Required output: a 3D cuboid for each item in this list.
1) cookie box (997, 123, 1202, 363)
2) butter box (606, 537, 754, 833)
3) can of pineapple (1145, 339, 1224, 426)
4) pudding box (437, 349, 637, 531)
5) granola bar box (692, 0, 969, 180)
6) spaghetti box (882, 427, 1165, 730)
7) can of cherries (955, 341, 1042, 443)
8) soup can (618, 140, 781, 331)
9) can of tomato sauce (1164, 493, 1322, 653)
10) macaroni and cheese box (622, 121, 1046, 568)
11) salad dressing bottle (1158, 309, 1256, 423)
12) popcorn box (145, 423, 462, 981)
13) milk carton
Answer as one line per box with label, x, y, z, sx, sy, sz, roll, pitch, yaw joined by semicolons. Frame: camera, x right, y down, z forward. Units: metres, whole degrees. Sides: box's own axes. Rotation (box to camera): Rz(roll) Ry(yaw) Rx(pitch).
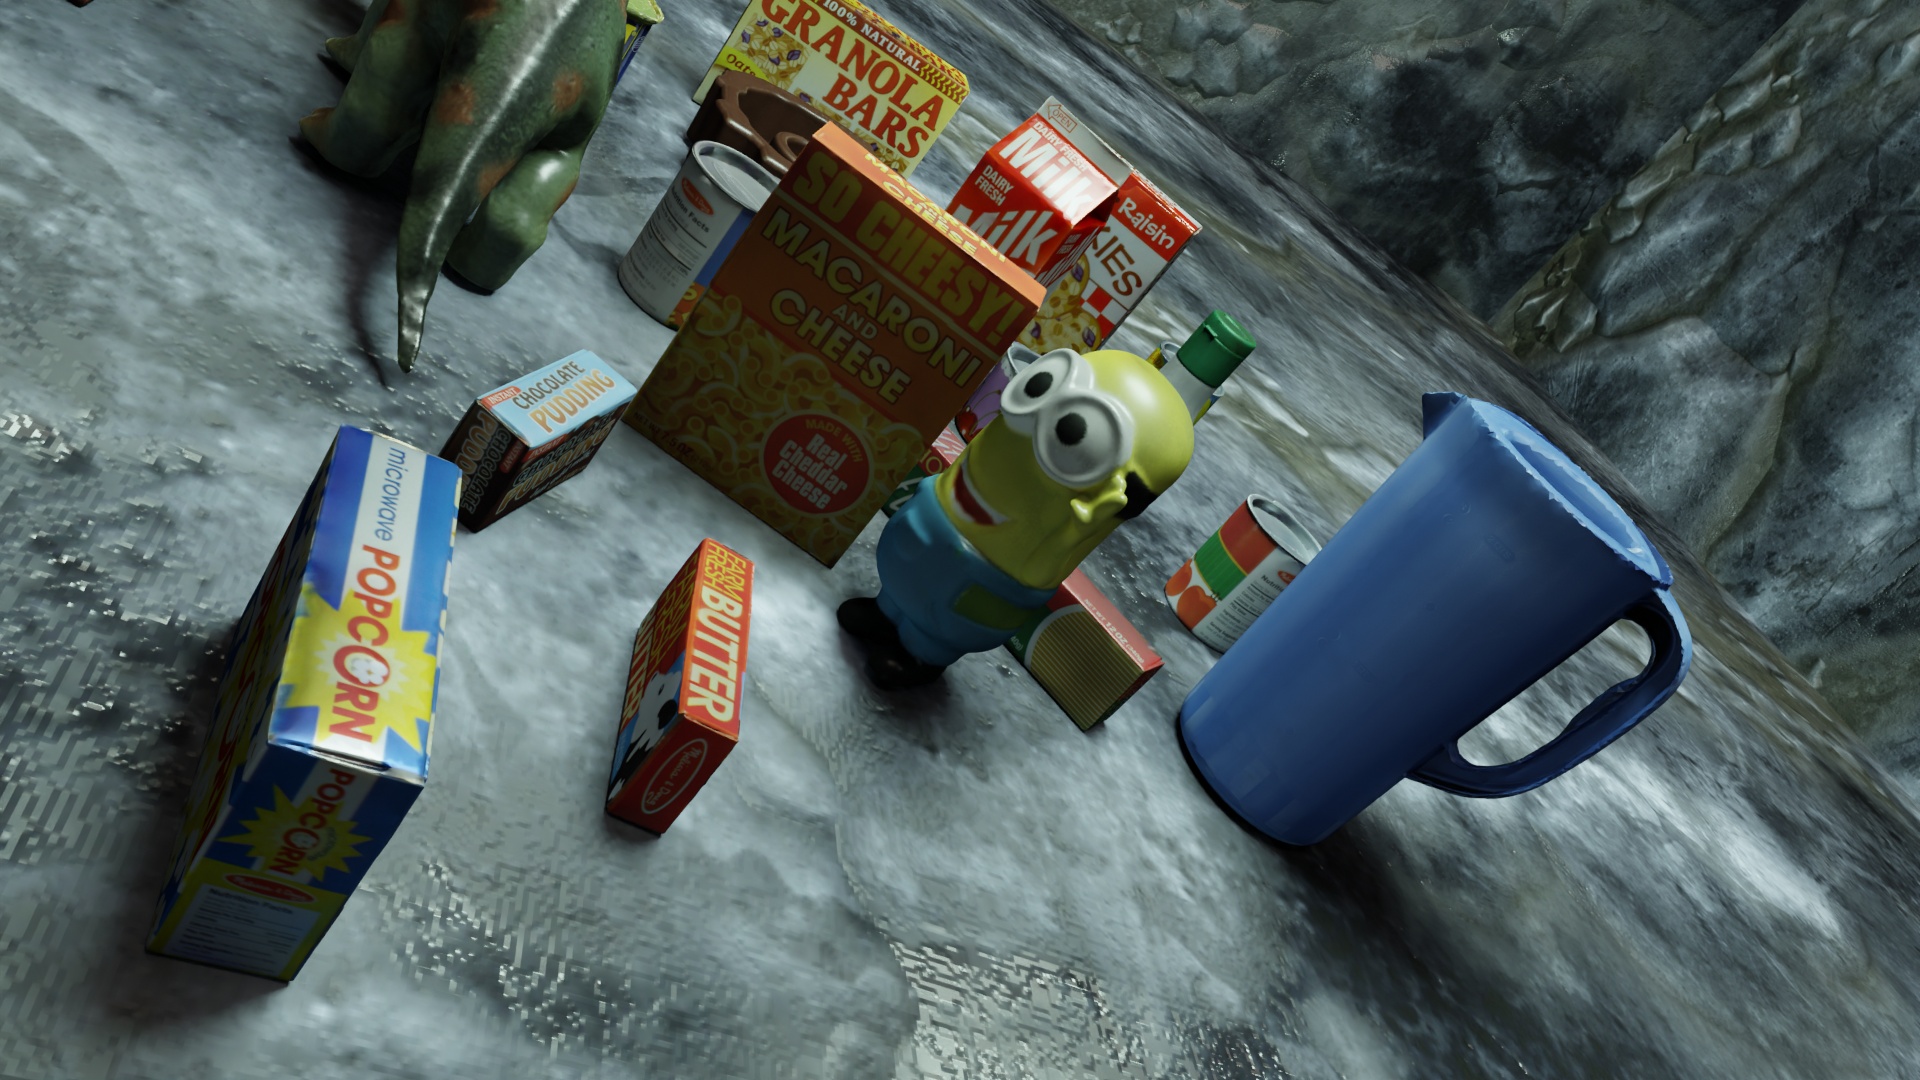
cookie box;0.071;-0.197;0.990;0.123;0.166;0.040;41;25;1
butter box;-0.099;0.049;0.501;0.024;0.053;0.104;29;28;-22
can of pineapple;0.169;-0.121;1.127;0.071;0.057;0.071;32;27;-18
pudding box;-0.170;-0.042;0.554;0.030;0.049;0.084;40;26;-1
granola bar box;-0.096;-0.339;1.040;0.165;0.123;0.039;29;27;-22
spaghetti box;0.003;-0.009;0.734;0.250;0.050;0.029;48;26;15
can of cherries;0.038;-0.083;0.890;0.071;0.058;0.072;32;27;-18
soup can;-0.134;-0.162;0.753;0.071;0.083;0.072;32;27;-18
can of tomato sauce;0.181;0.021;0.889;0.071;0.082;0.071;32;27;-18
macaroni and cheese box;-0.060;-0.086;0.639;0.123;0.165;0.040;36;26;-9
salad dressing bottle;0.134;-0.086;0.922;0.044;0.147;0.064;12;37;-45
popcorn box;-0.174;0.039;0.378;0.038;0.085;0.127;24;30;-31
milk carton;0.023;-0.178;0.869;0.072;0.189;0.074;44;25;7
